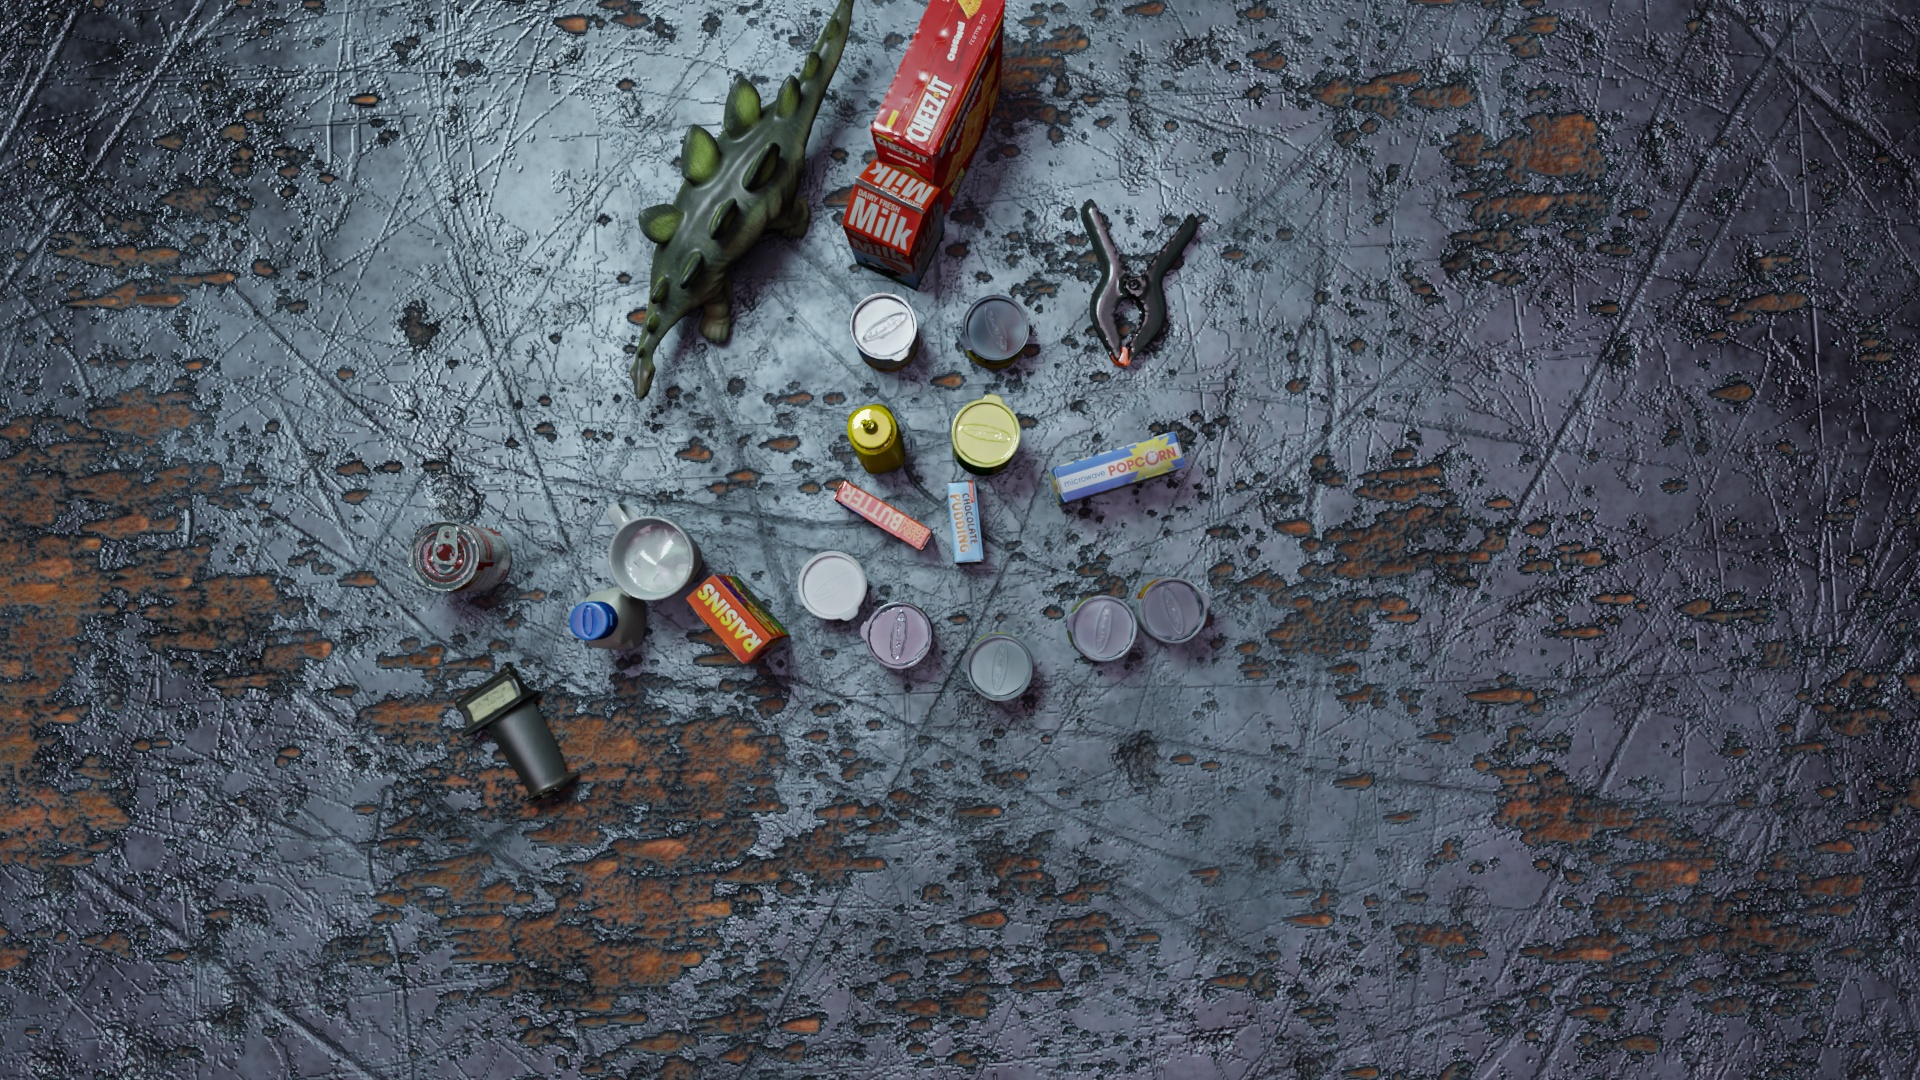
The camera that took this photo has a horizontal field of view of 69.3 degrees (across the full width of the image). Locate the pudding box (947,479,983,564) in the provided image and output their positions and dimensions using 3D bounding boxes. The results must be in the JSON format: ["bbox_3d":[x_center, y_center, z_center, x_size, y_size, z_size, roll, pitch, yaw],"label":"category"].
[{"bbox_3d":[0.005,-0.018,1.402,0.030,0.049,0.083,-6,87,0],"label":"pudding box"}]

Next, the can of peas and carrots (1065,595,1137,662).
[{"bbox_3d":[0.138,0.087,1.391,0.071,0.058,0.071,0,87,0],"label":"can of peas and carrots"}]

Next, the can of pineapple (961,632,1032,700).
[{"bbox_3d":[0.037,0.124,1.390,0.071,0.058,0.071,0,87,0],"label":"can of pineapple"}]

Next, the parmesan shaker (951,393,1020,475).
[{"bbox_3d":[0.025,-0.103,1.379,0.071,0.103,0.071,0,87,0],"label":"parmesan shaker"}]

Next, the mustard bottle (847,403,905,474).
[{"bbox_3d":[-0.083,-0.102,1.351,0.049,0.160,0.065,-18,88,0],"label":"mustard bottle"}]

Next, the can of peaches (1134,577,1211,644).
[{"bbox_3d":[0.212,0.069,1.392,0.071,0.058,0.071,0,87,0],"label":"can of peaches"}]

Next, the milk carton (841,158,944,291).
[{"bbox_3d":[-0.063,-0.309,1.347,0.072,0.190,0.073,25,88,1],"label":"milk carton"}]

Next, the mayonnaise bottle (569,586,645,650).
[{"bbox_3d":[-0.342,0.076,1.348,0.041,0.148,0.064,-2,88,0],"label":"mayonnaise bottle"}]

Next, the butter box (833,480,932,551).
[{"bbox_3d":[-0.077,-0.024,1.400,0.103,0.053,0.024,30,88,2],"label":"butter box"}]

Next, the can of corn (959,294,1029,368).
[{"bbox_3d":[0.033,-0.209,1.407,0.071,0.058,0.071,0,87,0],"label":"can of corn"}]

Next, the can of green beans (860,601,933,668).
[{"bbox_3d":[-0.060,0.094,1.392,0.071,0.058,0.071,0,87,0],"label":"can of green beans"}]

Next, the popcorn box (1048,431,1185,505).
[{"bbox_3d":[0.154,-0.070,1.386,0.127,0.085,0.038,-17,88,-1],"label":"popcorn box"}]

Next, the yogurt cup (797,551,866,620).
[{"bbox_3d":[-0.127,0.045,1.396,0.072,0.054,0.072,0,87,0],"label":"yogurt cup"}]

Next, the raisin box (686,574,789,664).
[{"bbox_3d":[-0.217,0.076,1.360,0.040,0.123,0.086,-42,88,-1],"label":"raisin box"}]

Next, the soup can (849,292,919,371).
[{"bbox_3d":[-0.074,-0.205,1.395,0.071,0.084,0.071,0,87,0],"label":"soup can"}]
